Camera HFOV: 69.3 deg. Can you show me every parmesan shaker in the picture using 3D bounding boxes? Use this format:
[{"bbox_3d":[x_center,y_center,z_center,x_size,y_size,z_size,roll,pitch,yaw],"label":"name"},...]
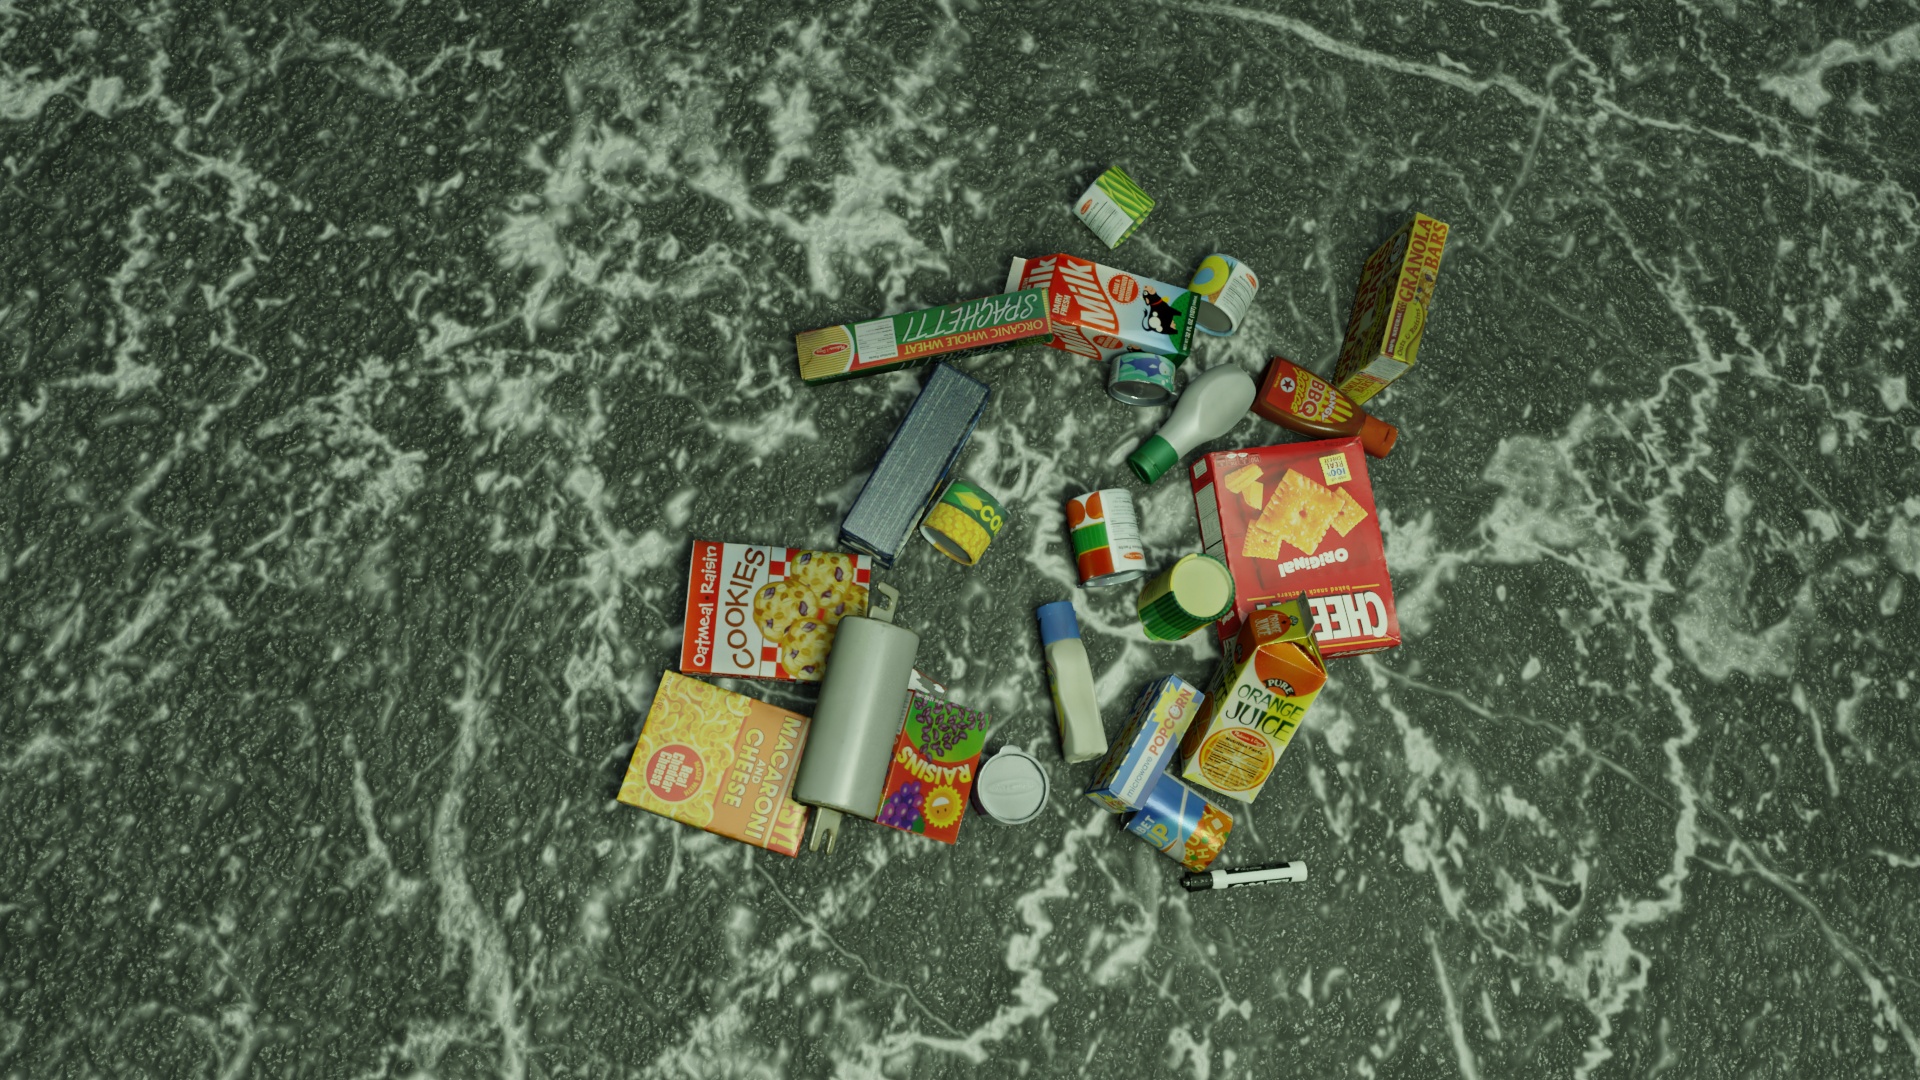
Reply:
[{"bbox_3d":[0.214,0.058,1.325,0.071,0.103,0.071,2,76,-9],"label":"parmesan shaker"}]

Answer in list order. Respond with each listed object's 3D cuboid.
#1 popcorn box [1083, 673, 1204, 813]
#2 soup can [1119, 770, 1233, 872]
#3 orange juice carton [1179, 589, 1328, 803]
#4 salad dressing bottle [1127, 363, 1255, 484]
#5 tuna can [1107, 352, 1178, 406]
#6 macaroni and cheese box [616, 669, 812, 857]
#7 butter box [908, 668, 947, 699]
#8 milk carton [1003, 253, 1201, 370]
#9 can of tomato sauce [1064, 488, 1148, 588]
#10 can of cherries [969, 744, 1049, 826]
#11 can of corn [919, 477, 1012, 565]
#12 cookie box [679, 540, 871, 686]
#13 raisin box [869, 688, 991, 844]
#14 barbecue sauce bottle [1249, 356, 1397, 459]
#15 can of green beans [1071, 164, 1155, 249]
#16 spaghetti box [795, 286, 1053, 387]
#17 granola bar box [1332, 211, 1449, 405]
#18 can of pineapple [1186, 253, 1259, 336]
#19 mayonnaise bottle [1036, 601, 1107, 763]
[{"bbox_3d":[0.170,0.191,1.293,0.038,0.085,0.127,33,73,-1],"label":"popcorn box"},{"bbox_3d":[0.199,0.261,1.289,0.084,0.071,0.071,34,73,0],"label":"soup can"},{"bbox_3d":[0.276,0.139,1.278,0.073,0.072,0.191,23,113,-4],"label":"orange juice carton"},{"bbox_3d":[0.232,-0.117,1.401,0.148,0.044,0.064,-42,120,-12],"label":"salad dressing bottle"},{"bbox_3d":[0.185,-0.161,1.395,0.071,0.071,0.033,10,75,-7],"label":"tuna can"},{"bbox_3d":[-0.208,0.202,1.252,0.166,0.040,0.124,19,74,-4],"label":"macaroni and cheese box"},{"bbox_3d":[-0.061,0.169,1.292,0.053,0.024,0.104,33,73,-1],"label":"butter box"},{"bbox_3d":[0.137,-0.230,1.402,0.191,0.073,0.072,16,75,-5],"label":"milk carton"},{"bbox_3d":[0.140,-0.001,1.349,0.071,0.071,0.083,-8,77,-11],"label":"can of tomato sauce"},{"bbox_3d":[0.044,0.226,1.278,0.071,0.058,0.071,2,76,-8],"label":"can of cherries"},{"bbox_3d":[0.005,-0.017,1.328,0.071,0.071,0.058,35,74,1],"label":"can of corn"},{"bbox_3d":[-0.172,0.070,1.293,0.168,0.040,0.123,5,75,-9],"label":"cookie box"},{"bbox_3d":[-0.032,0.204,1.262,0.086,0.040,0.123,22,78,-27],"label":"raisin box"},{"bbox_3d":[0.375,-0.131,1.432,0.148,0.043,0.065,26,74,-2],"label":"barbecue sauce bottle"},{"bbox_3d":[0.159,-0.345,1.439,0.058,0.071,0.071,45,74,3],"label":"can of green beans"},{"bbox_3d":[-0.034,-0.197,1.352,0.250,0.028,0.050,-10,78,6],"label":"spaghetti box"},{"bbox_3d":[0.440,-0.235,1.426,0.039,0.124,0.166,20,74,-4],"label":"granola bar box"},{"bbox_3d":[0.265,-0.253,1.435,0.071,0.071,0.058,30,73,-1],"label":"can of pineapple"},{"bbox_3d":[0.103,0.133,1.311,0.041,0.064,0.148,-9,73,-7],"label":"mayonnaise bottle"}]
